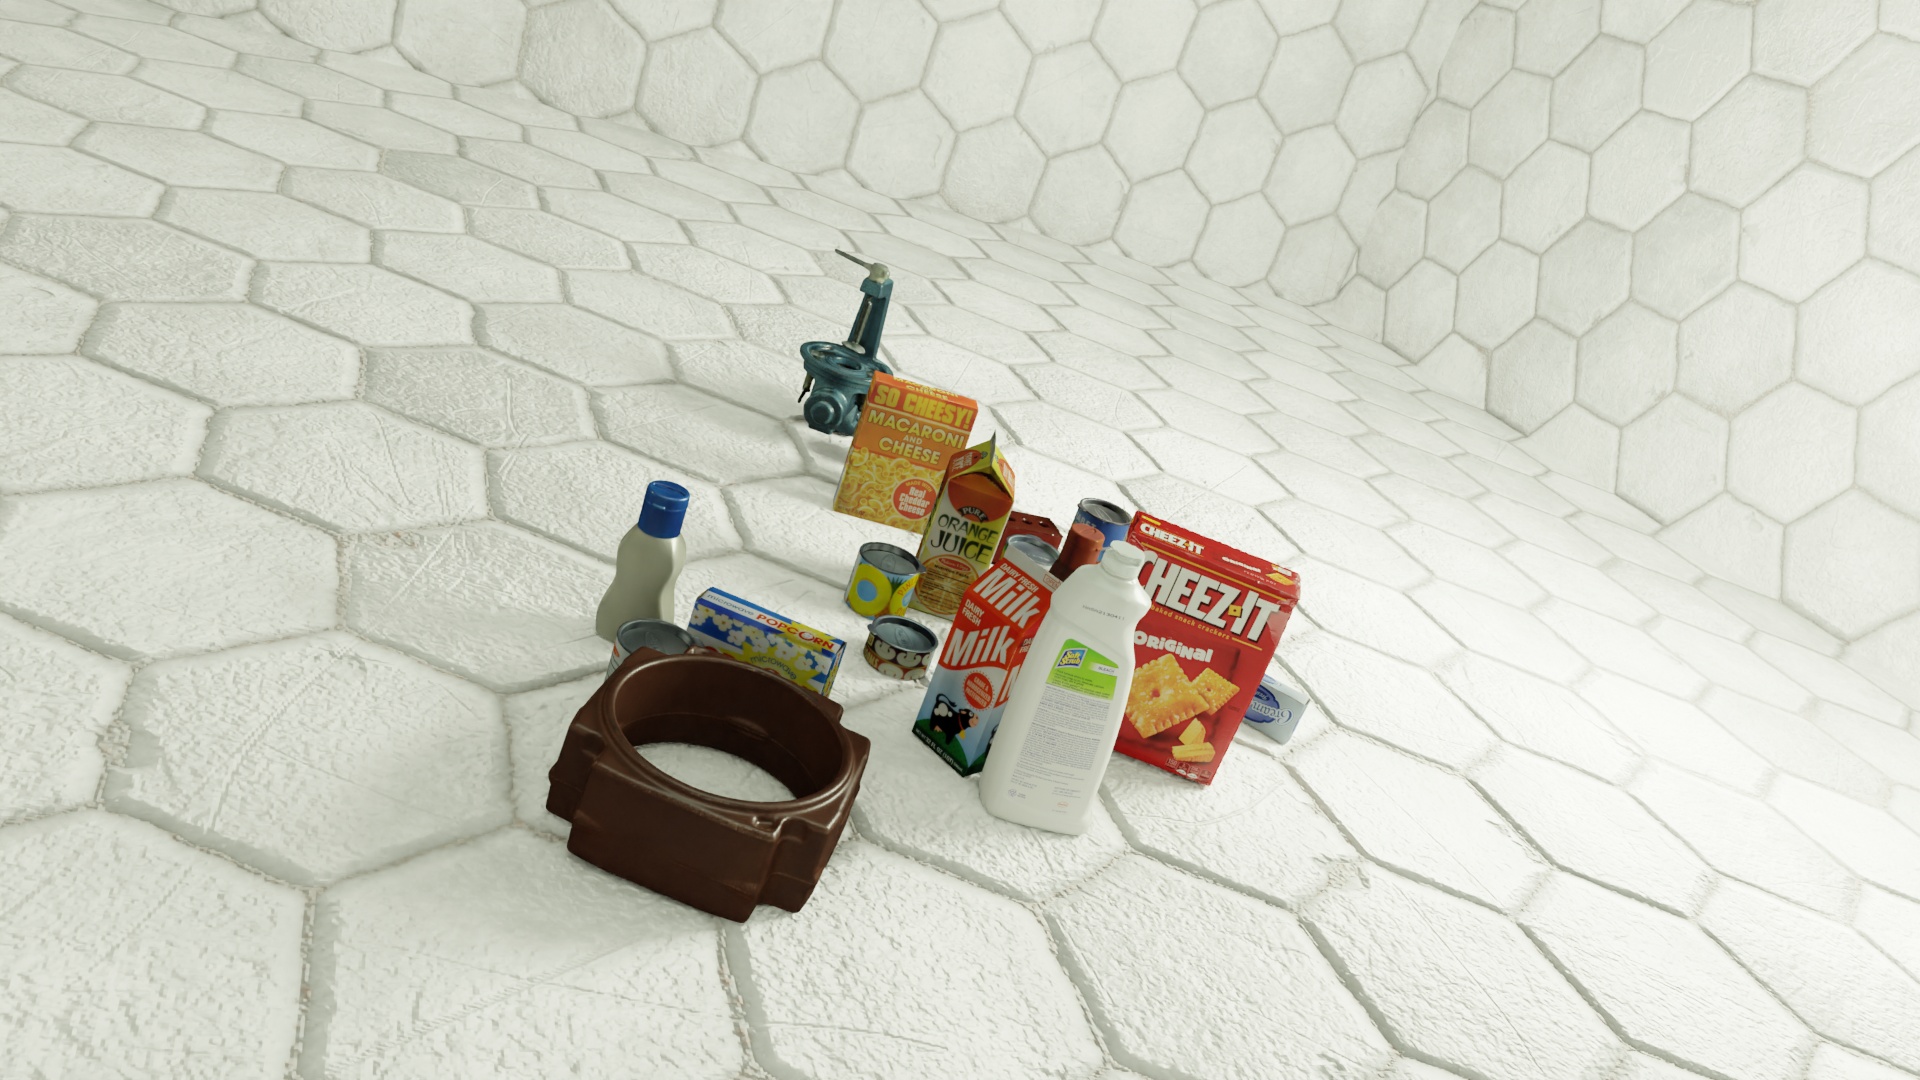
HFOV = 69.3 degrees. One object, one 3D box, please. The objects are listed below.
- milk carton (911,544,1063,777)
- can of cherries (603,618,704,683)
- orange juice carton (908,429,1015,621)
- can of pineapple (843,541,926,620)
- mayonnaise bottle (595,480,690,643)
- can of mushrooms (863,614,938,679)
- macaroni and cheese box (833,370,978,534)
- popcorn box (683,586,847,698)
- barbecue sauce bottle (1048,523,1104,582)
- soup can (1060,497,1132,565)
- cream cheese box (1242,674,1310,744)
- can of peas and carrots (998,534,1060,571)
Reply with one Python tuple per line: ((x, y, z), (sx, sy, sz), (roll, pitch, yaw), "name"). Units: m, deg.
((0.033, 0.101, 1.188), (0.072, 0.189, 0.073), (36, 27, 34), "milk carton")
((-0.248, 0.105, 1.120), (0.071, 0.058, 0.072), (17, 23, -7), "can of cherries")
((0.005, -0.018, 1.428), (0.073, 0.191, 0.072), (18, 22, -5), "orange juice carton")
((-0.077, 0.043, 1.399), (0.071, 0.057, 0.071), (17, 23, -7), "can of pineapple")
((-0.264, 0.021, 1.178), (0.065, 0.147, 0.041), (21, 22, 2), "mayonnaise bottle")
((-0.059, 0.101, 1.315), (0.071, 0.033, 0.071), (17, 23, -7), "can of mushrooms")
((-0.064, -0.098, 1.584), (0.124, 0.165, 0.040), (15, 23, -12), "macaroni and cheese box")
((-0.169, 0.102, 1.157), (0.127, 0.085, 0.038), (22, 22, 5), "popcorn box")
((0.103, 0.055, 1.401), (0.044, 0.148, 0.065), (32, 25, 27), "barbecue sauce bottle")
((0.157, 0.000, 1.652), (0.071, 0.083, 0.071), (17, 23, -7), "soup can")
((0.305, 0.164, 1.446), (0.104, 0.053, 0.024), (29, 24, 20), "cream cheese box")
((0.072, 0.033, 1.541), (0.071, 0.058, 0.071), (17, 23, -7), "can of peas and carrots")
